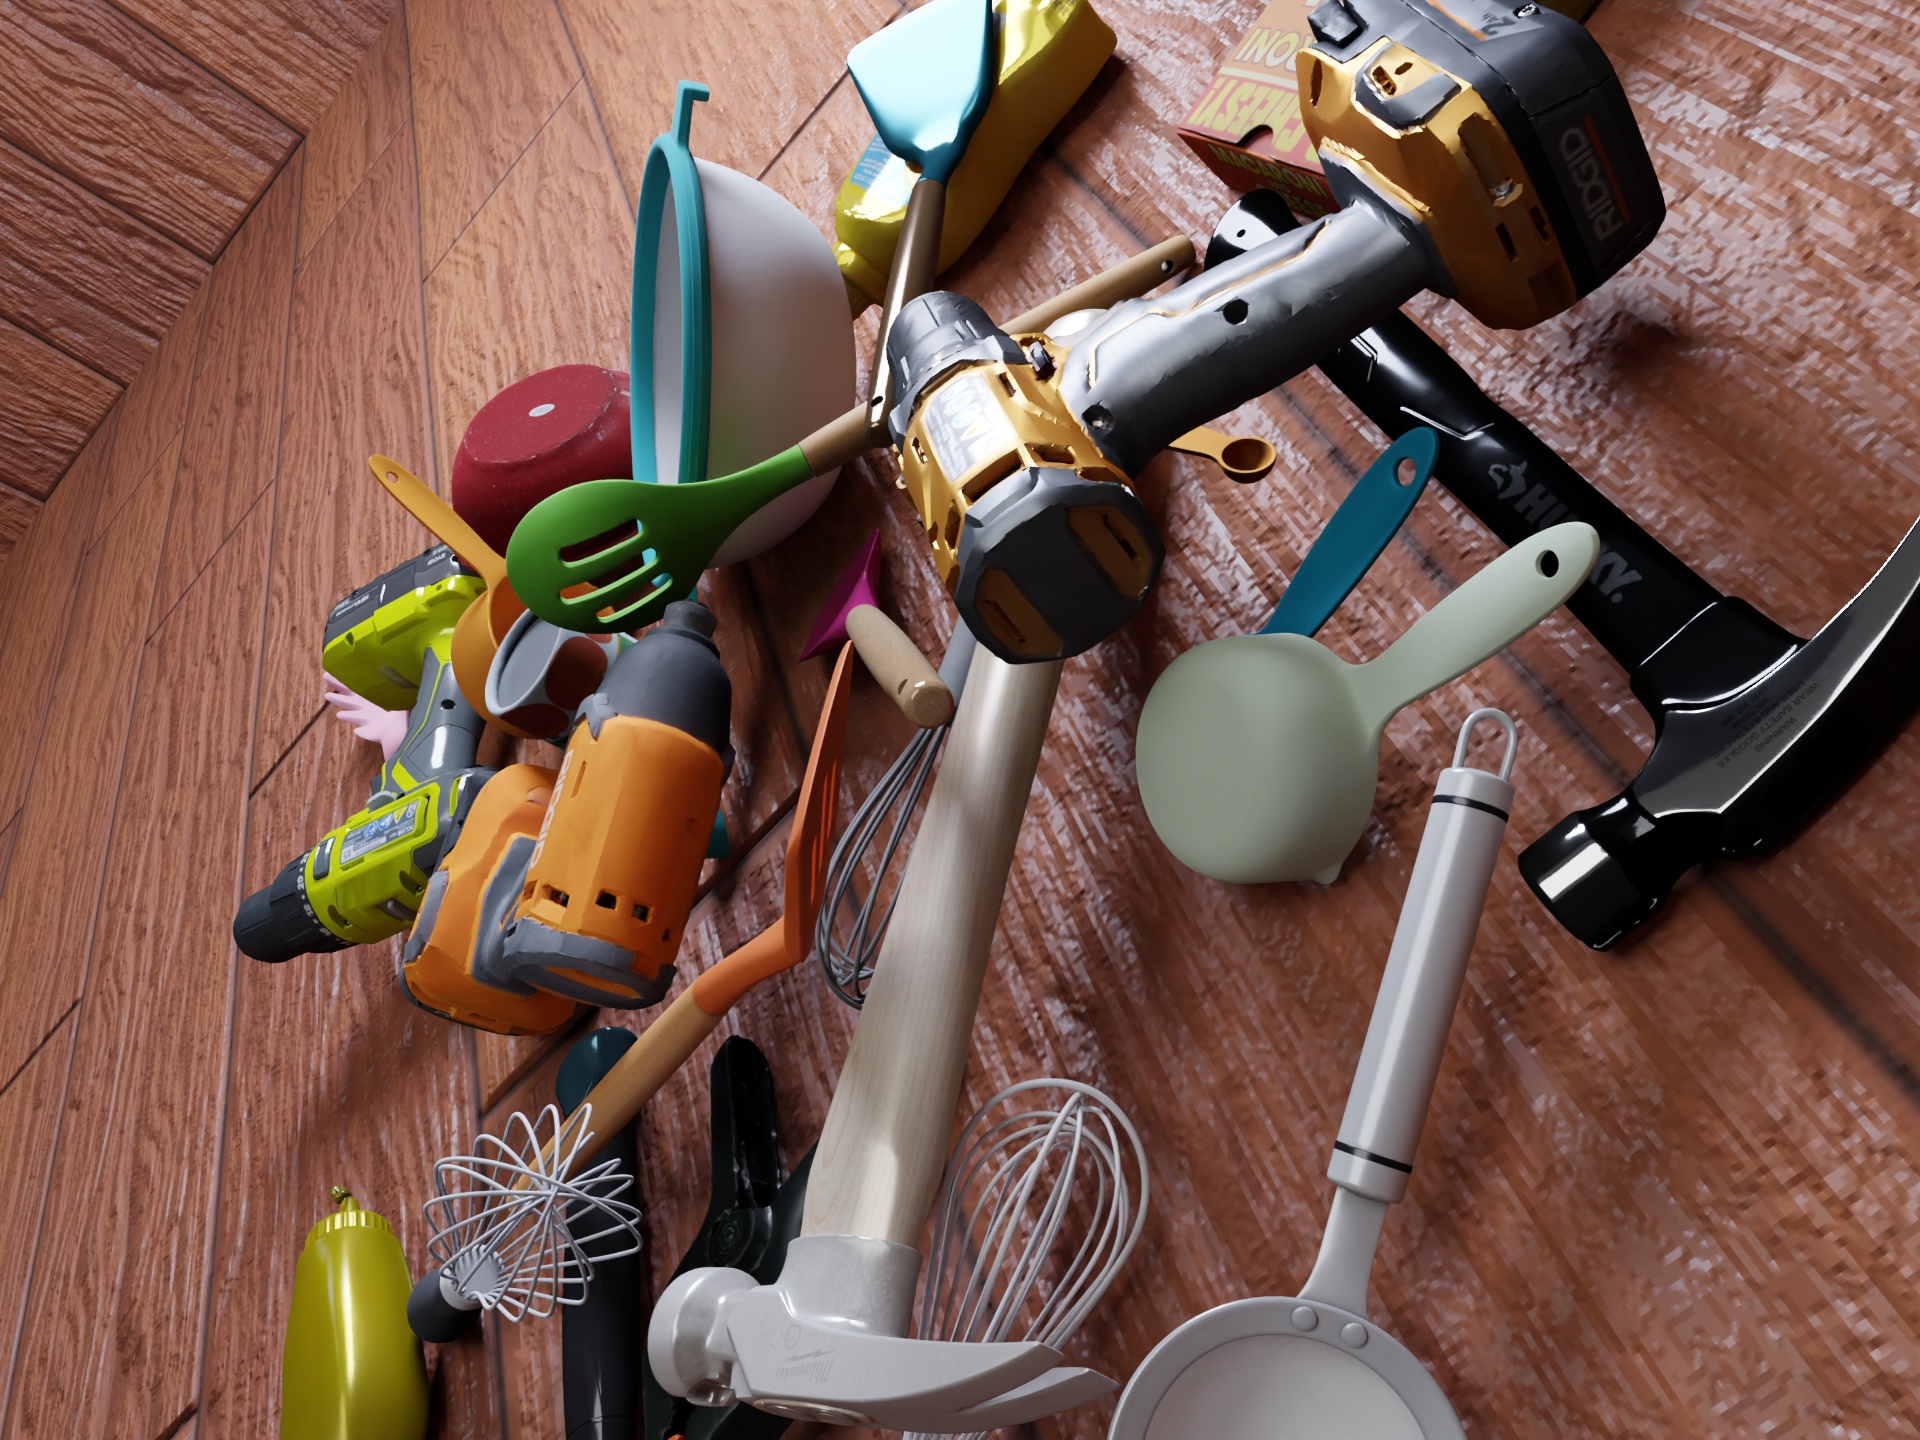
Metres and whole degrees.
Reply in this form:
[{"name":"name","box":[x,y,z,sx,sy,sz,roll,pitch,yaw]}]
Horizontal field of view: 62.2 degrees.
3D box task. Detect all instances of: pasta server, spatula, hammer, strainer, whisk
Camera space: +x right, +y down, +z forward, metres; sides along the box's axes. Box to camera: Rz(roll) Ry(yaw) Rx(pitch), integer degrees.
[{"name":"pasta server","box":[-0.347,0.040,0.973,0.060,0.040,0.317,-40,40,6]},{"name":"spatula","box":[-0.023,-0.223,0.687,0.082,0.044,0.318,-18,41,22]},{"name":"hammer","box":[0.016,0.012,0.519,0.146,0.038,0.411,-16,47,40]},{"name":"strainer","box":[0.099,0.119,0.389,0.087,0.050,0.258,17,81,12]},{"name":"spatula","box":[-0.102,0.099,0.535,0.322,0.041,0.081,-48,22,40]},{"name":"hammer","box":[-0.130,0.258,0.573,0.128,0.033,0.331,-43,38,27]},{"name":"strainer","box":[-0.095,-0.106,0.752,0.211,0.095,0.340,141,124,-68]},{"name":"whisk","box":[-0.176,0.203,0.592,0.284,0.070,0.070,132,149,-54]},{"name":"whisk","box":[0.000,-0.002,0.607,0.055,0.055,0.239,-4,57,47]},{"name":"whisk","box":[-0.012,0.220,0.461,0.059,0.057,0.246,24,87,9]},{"name":"hammer","box":[0.160,-0.093,0.495,0.146,0.035,0.335,-45,39,18]}]

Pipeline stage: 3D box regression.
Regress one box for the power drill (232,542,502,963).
[{"name":"power drill","box":[-0.320,0.022,0.902,0.190,0.080,0.229,-23,48,21]}]

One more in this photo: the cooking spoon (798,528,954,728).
[{"name":"cooking spoon","box":[-0.033,-0.032,0.593,0.069,0.017,0.319,-58,13,4]}]

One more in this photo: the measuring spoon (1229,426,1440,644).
[{"name":"measuring spoon","box":[0.113,-0.036,0.487,0.128,0.021,0.042,-60,44,37]}]

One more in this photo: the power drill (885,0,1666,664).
[{"name":"power drill","box":[0.074,-0.136,0.505,0.226,0.084,0.186,-35,37,11]}]

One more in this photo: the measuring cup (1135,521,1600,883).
[{"name":"measuring cup","box":[0.104,-0.008,0.442,0.167,0.038,0.083,-45,55,52]}]

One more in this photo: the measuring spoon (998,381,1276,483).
[{"name":"measuring spoon","box":[0.059,-0.103,0.564,0.117,0.011,0.021,23,56,31]}]

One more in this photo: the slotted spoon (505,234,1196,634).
[{"name":"slotted spoon","box":[-0.041,-0.121,0.652,0.314,0.070,0.031,-29,35,-3]}]

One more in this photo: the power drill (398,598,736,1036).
[{"name":"power drill","box":[-0.163,0.048,0.680,0.226,0.084,0.164,-29,44,56]}]

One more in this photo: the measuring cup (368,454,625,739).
[{"name":"measuring cup","box":[-0.254,-0.063,0.835,0.052,0.173,0.095,-33,18,36]}]
